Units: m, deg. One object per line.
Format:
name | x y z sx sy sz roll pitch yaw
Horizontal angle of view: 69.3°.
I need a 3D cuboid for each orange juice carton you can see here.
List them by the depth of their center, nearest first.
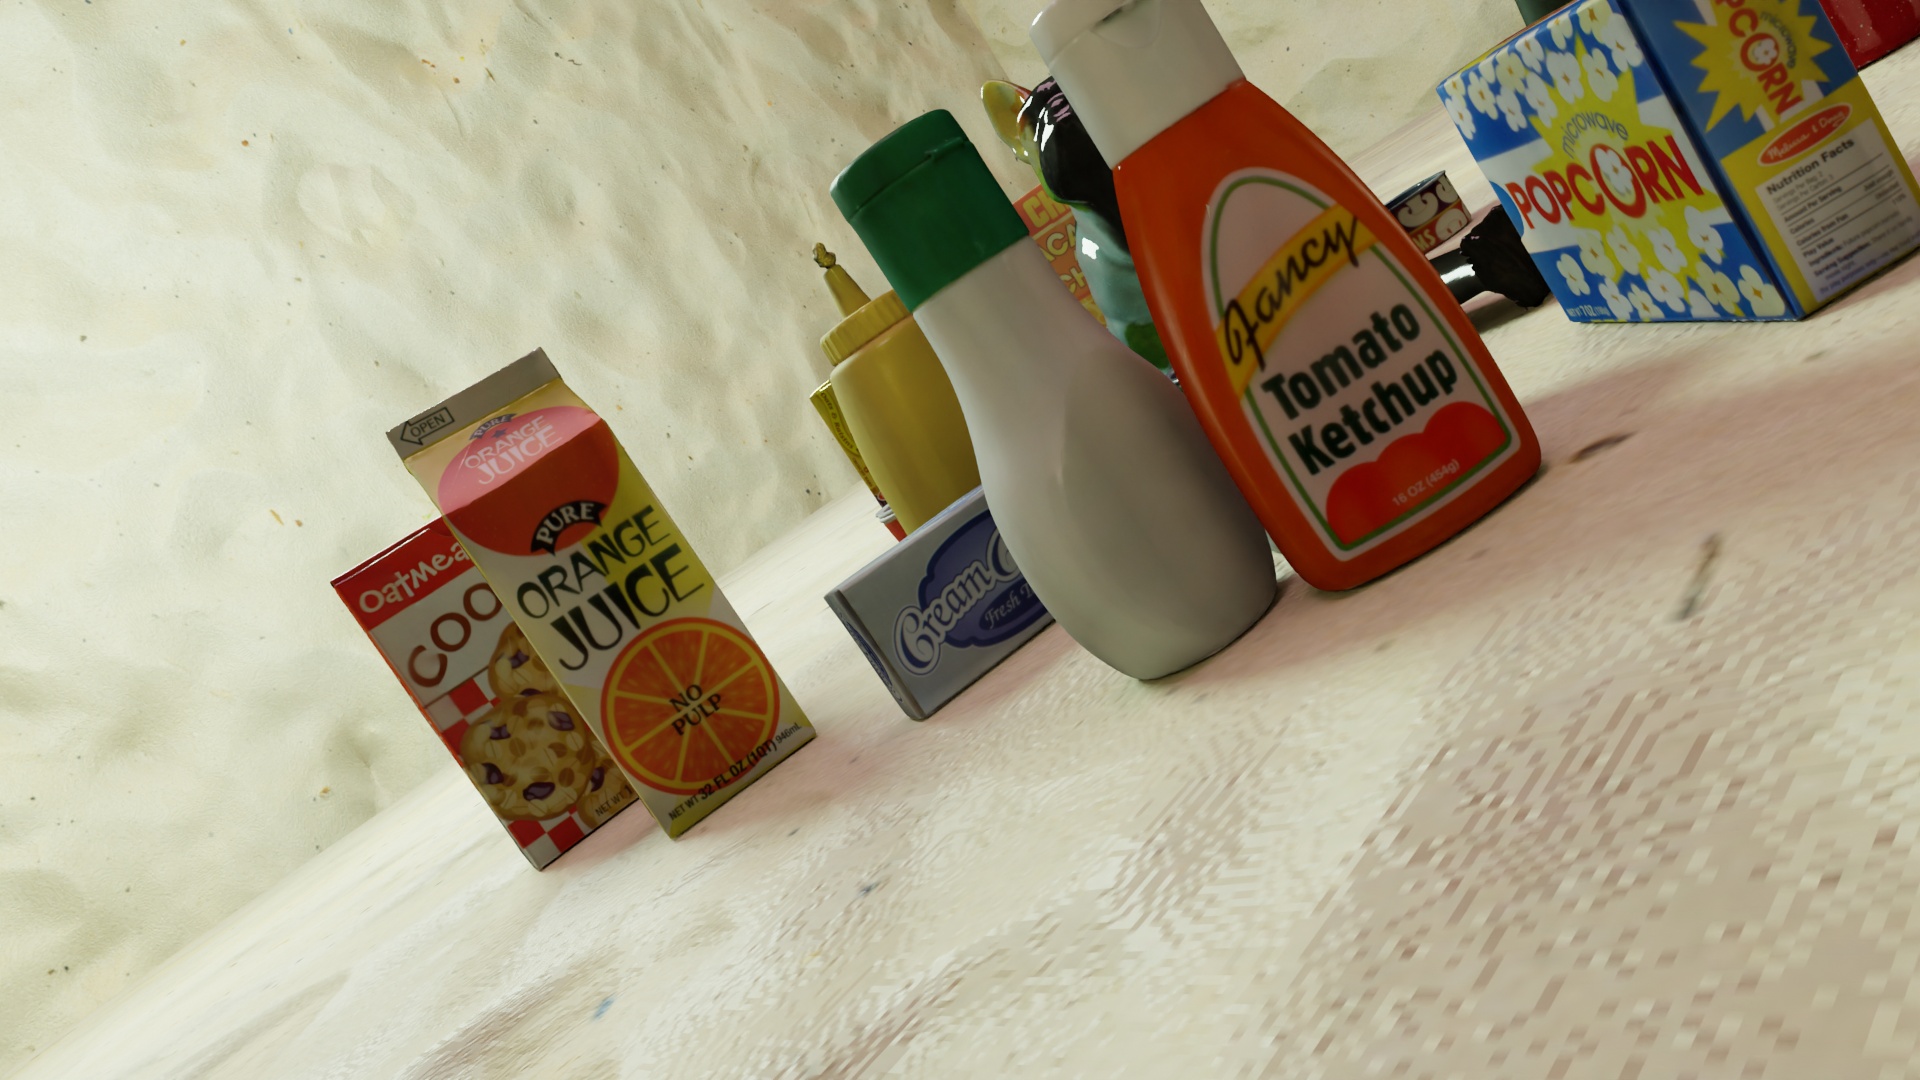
orange juice carton | -0.146 0.019 0.563 0.072 0.192 0.073 -35 6 -17

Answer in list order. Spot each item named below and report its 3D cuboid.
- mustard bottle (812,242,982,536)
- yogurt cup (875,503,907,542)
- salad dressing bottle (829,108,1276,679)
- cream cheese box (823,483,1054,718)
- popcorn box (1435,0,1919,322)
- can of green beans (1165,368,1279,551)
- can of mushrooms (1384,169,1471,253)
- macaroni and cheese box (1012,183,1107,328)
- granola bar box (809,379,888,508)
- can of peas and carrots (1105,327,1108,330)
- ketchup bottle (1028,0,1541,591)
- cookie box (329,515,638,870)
mustard bottle | -0.011 -0.047 0.537 0.065 0.160 0.048 -38 7 -35
yogurt cup | 0.002 -0.008 0.668 0.072 0.054 0.072 -33 6 4
salad dressing bottle | 0.023 -0.036 0.351 0.064 0.147 0.044 -37 7 -34
cream cheese box | 0.009 0.011 0.484 0.104 0.053 0.024 -35 6 -18
popcorn box | 0.177 -0.101 0.358 0.038 0.085 0.127 -33 6 6
can of green beans | 0.099 -0.038 0.389 0.071 0.058 0.071 -33 6 4
can of mushrooms | 0.260 -0.183 0.810 0.071 0.033 0.071 -33 6 4
macaroni and cheese box | 0.109 -0.190 1.003 0.123 0.166 0.040 -30 6 25
granola bar box | 0.001 -0.072 0.840 0.039 0.124 0.166 -28 8 40
can of peas and carrots | 0.111 -0.114 0.912 0.071 0.058 0.071 -33 6 4
ketchup bottle | 0.070 -0.065 0.323 0.065 0.148 0.043 -33 6 4
cookie box | -0.206 0.057 0.687 0.123 0.167 0.040 -36 6 -23
